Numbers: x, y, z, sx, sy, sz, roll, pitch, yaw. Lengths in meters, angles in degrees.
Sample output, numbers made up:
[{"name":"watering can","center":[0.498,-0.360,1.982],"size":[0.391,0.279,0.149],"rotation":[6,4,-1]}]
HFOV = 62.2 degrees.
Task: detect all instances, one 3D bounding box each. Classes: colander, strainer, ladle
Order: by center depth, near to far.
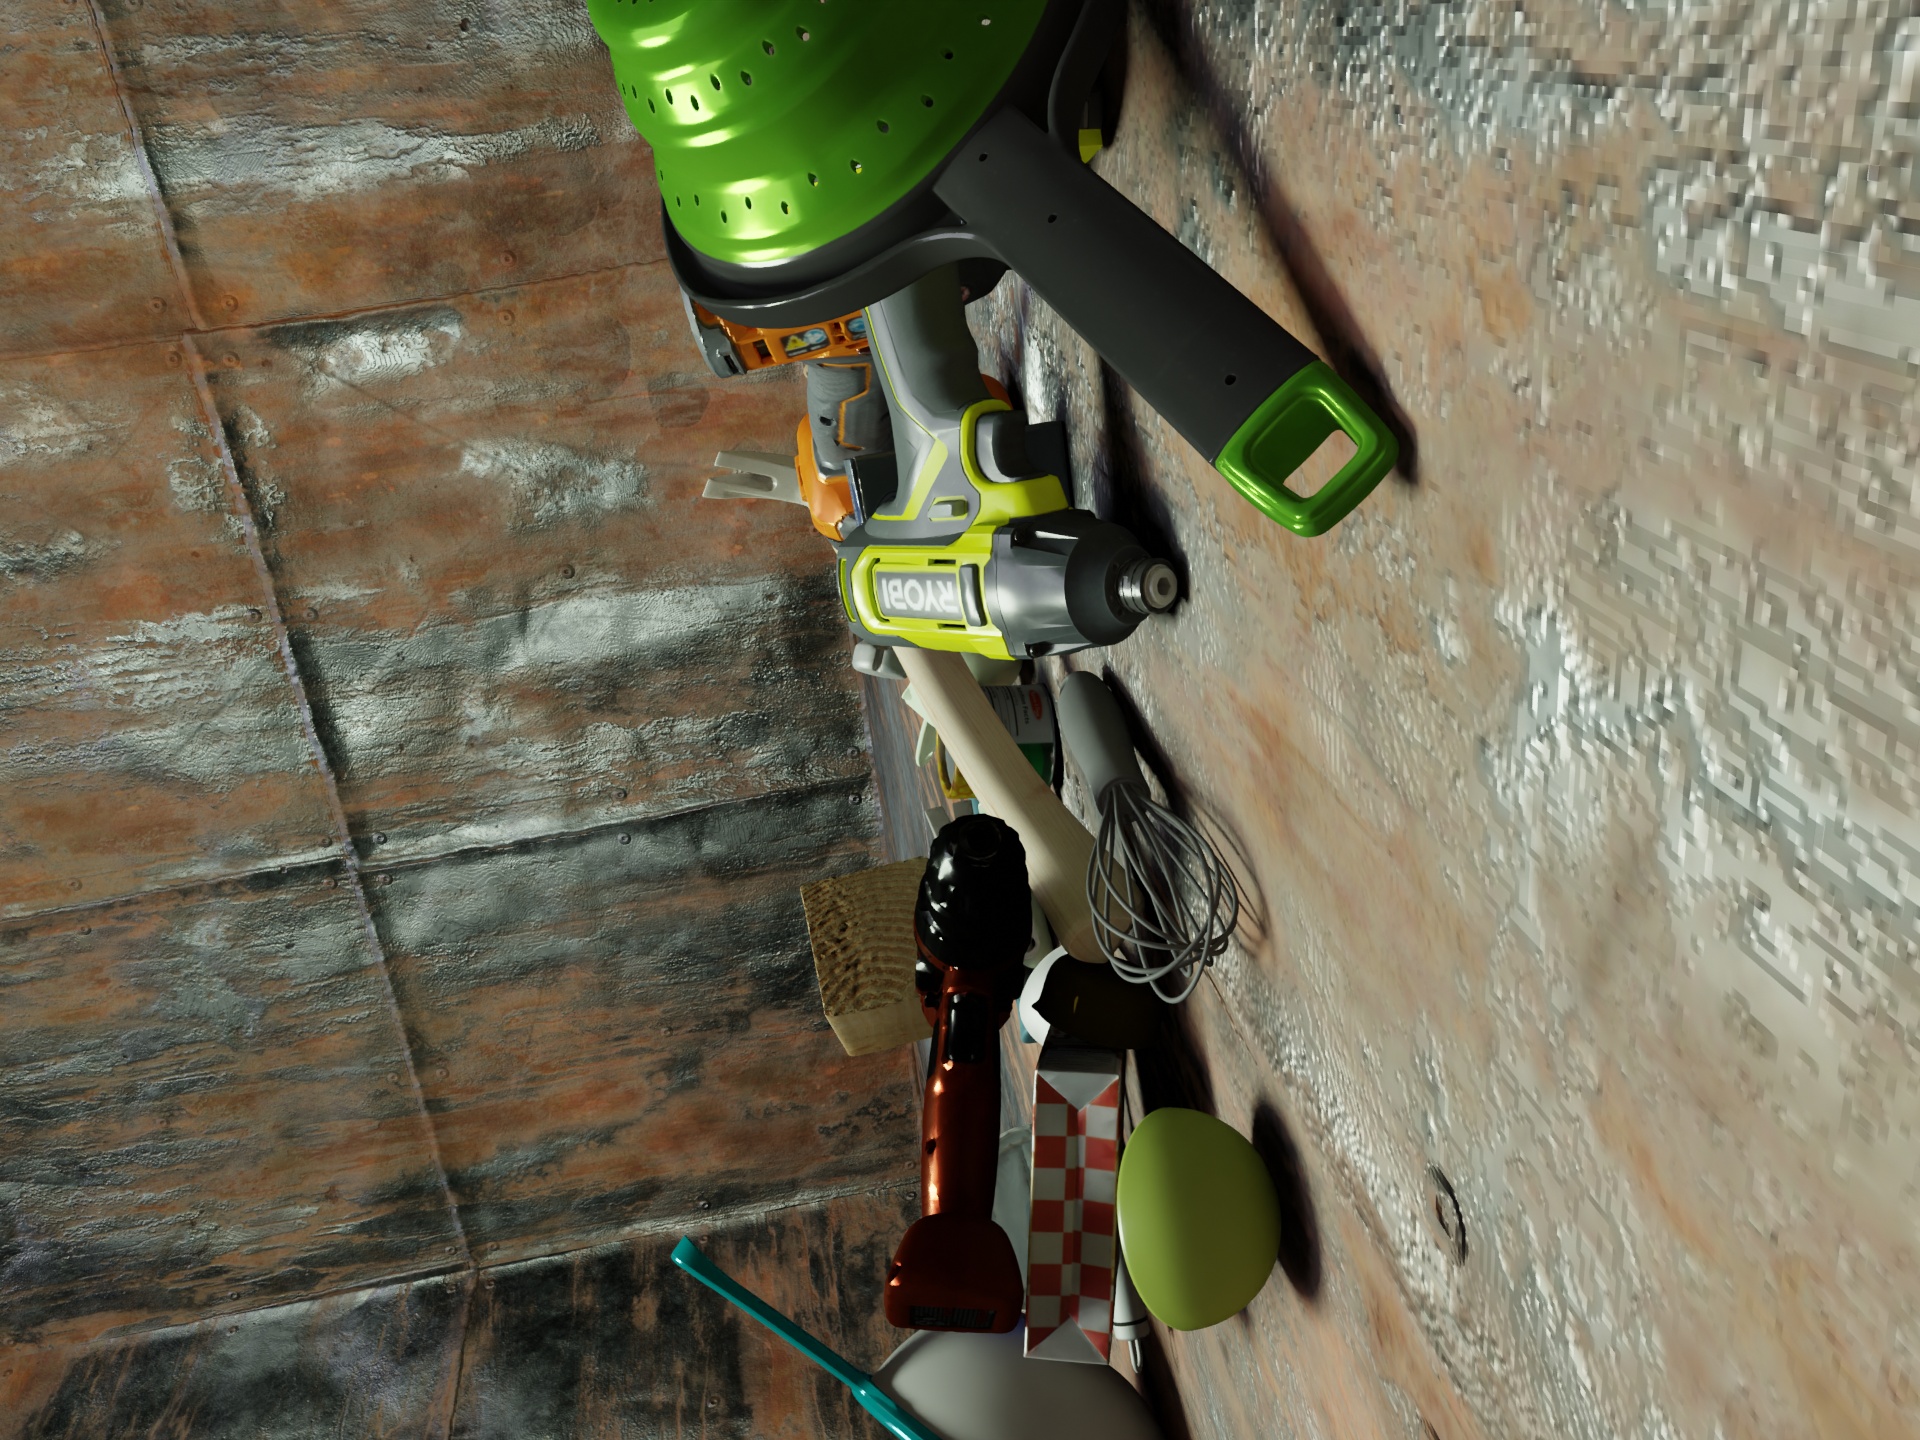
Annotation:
[{"name":"colander","center":[-0.016,-0.188,0.465],"size":[0.094,0.204,0.398],"rotation":[30,-161,-48]},{"name":"ladle","center":[0.085,0.218,0.697],"size":[0.320,0.062,0.078],"rotation":[91,174,-72]},{"name":"strainer","center":[0.070,0.224,0.870],"size":[0.086,0.050,0.258],"rotation":[24,-126,-74]},{"name":"strainer","center":[-0.003,0.367,0.914],"size":[0.340,0.095,0.211],"rotation":[37,163,-5]}]

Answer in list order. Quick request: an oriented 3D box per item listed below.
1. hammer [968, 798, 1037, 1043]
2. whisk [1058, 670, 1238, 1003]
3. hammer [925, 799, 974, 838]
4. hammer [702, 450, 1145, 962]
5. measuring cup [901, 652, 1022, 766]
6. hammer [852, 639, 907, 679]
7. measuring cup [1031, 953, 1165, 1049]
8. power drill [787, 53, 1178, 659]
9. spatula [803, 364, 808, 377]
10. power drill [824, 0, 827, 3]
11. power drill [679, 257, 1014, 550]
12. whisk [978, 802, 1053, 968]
[{"name":"hammer","center":[0.025,0.097,1.172],"size":[0.128,0.033,0.331],"rotation":[86,172,-46]},{"name":"whisk","center":[0.066,0.034,0.648],"size":[0.239,0.055,0.055],"rotation":[-102,5,-64]},{"name":"hammer","center":[0.002,0.136,1.131],"size":[0.331,0.031,0.130],"rotation":[103,155,-79]},{"name":"hammer","center":[-0.020,-0.027,0.850],"size":[0.038,0.146,0.411],"rotation":[-64,36,28]},{"name":"measuring cup","center":[-0.002,-0.003,1.017],"size":[0.038,0.083,0.167],"rotation":[43,151,15]},{"name":"hammer","center":[-0.031,-0.080,1.224],"size":[0.386,0.038,0.143],"rotation":[67,-145,-83]},{"name":"measuring cup","center":[0.068,0.115,0.773],"size":[0.156,0.062,0.029],"rotation":[-73,-3,-77]},{"name":"power drill","center":[0.007,-0.136,0.621],"size":[0.171,0.080,0.223],"rotation":[7,111,50]},{"name":"spatula","center":[-0.064,-0.232,1.138],"size":[0.316,0.018,0.059],"rotation":[-139,38,-62]},{"name":"power drill","center":[-0.036,-0.355,0.800],"size":[0.191,0.080,0.228],"rotation":[50,154,48]},{"name":"power drill","center":[-0.027,-0.174,0.789],"size":[0.226,0.164,0.084],"rotation":[63,-165,-68]},{"name":"whisk","center":[0.022,0.047,1.079],"size":[0.059,0.058,0.246],"rotation":[7,-115,-59]}]
